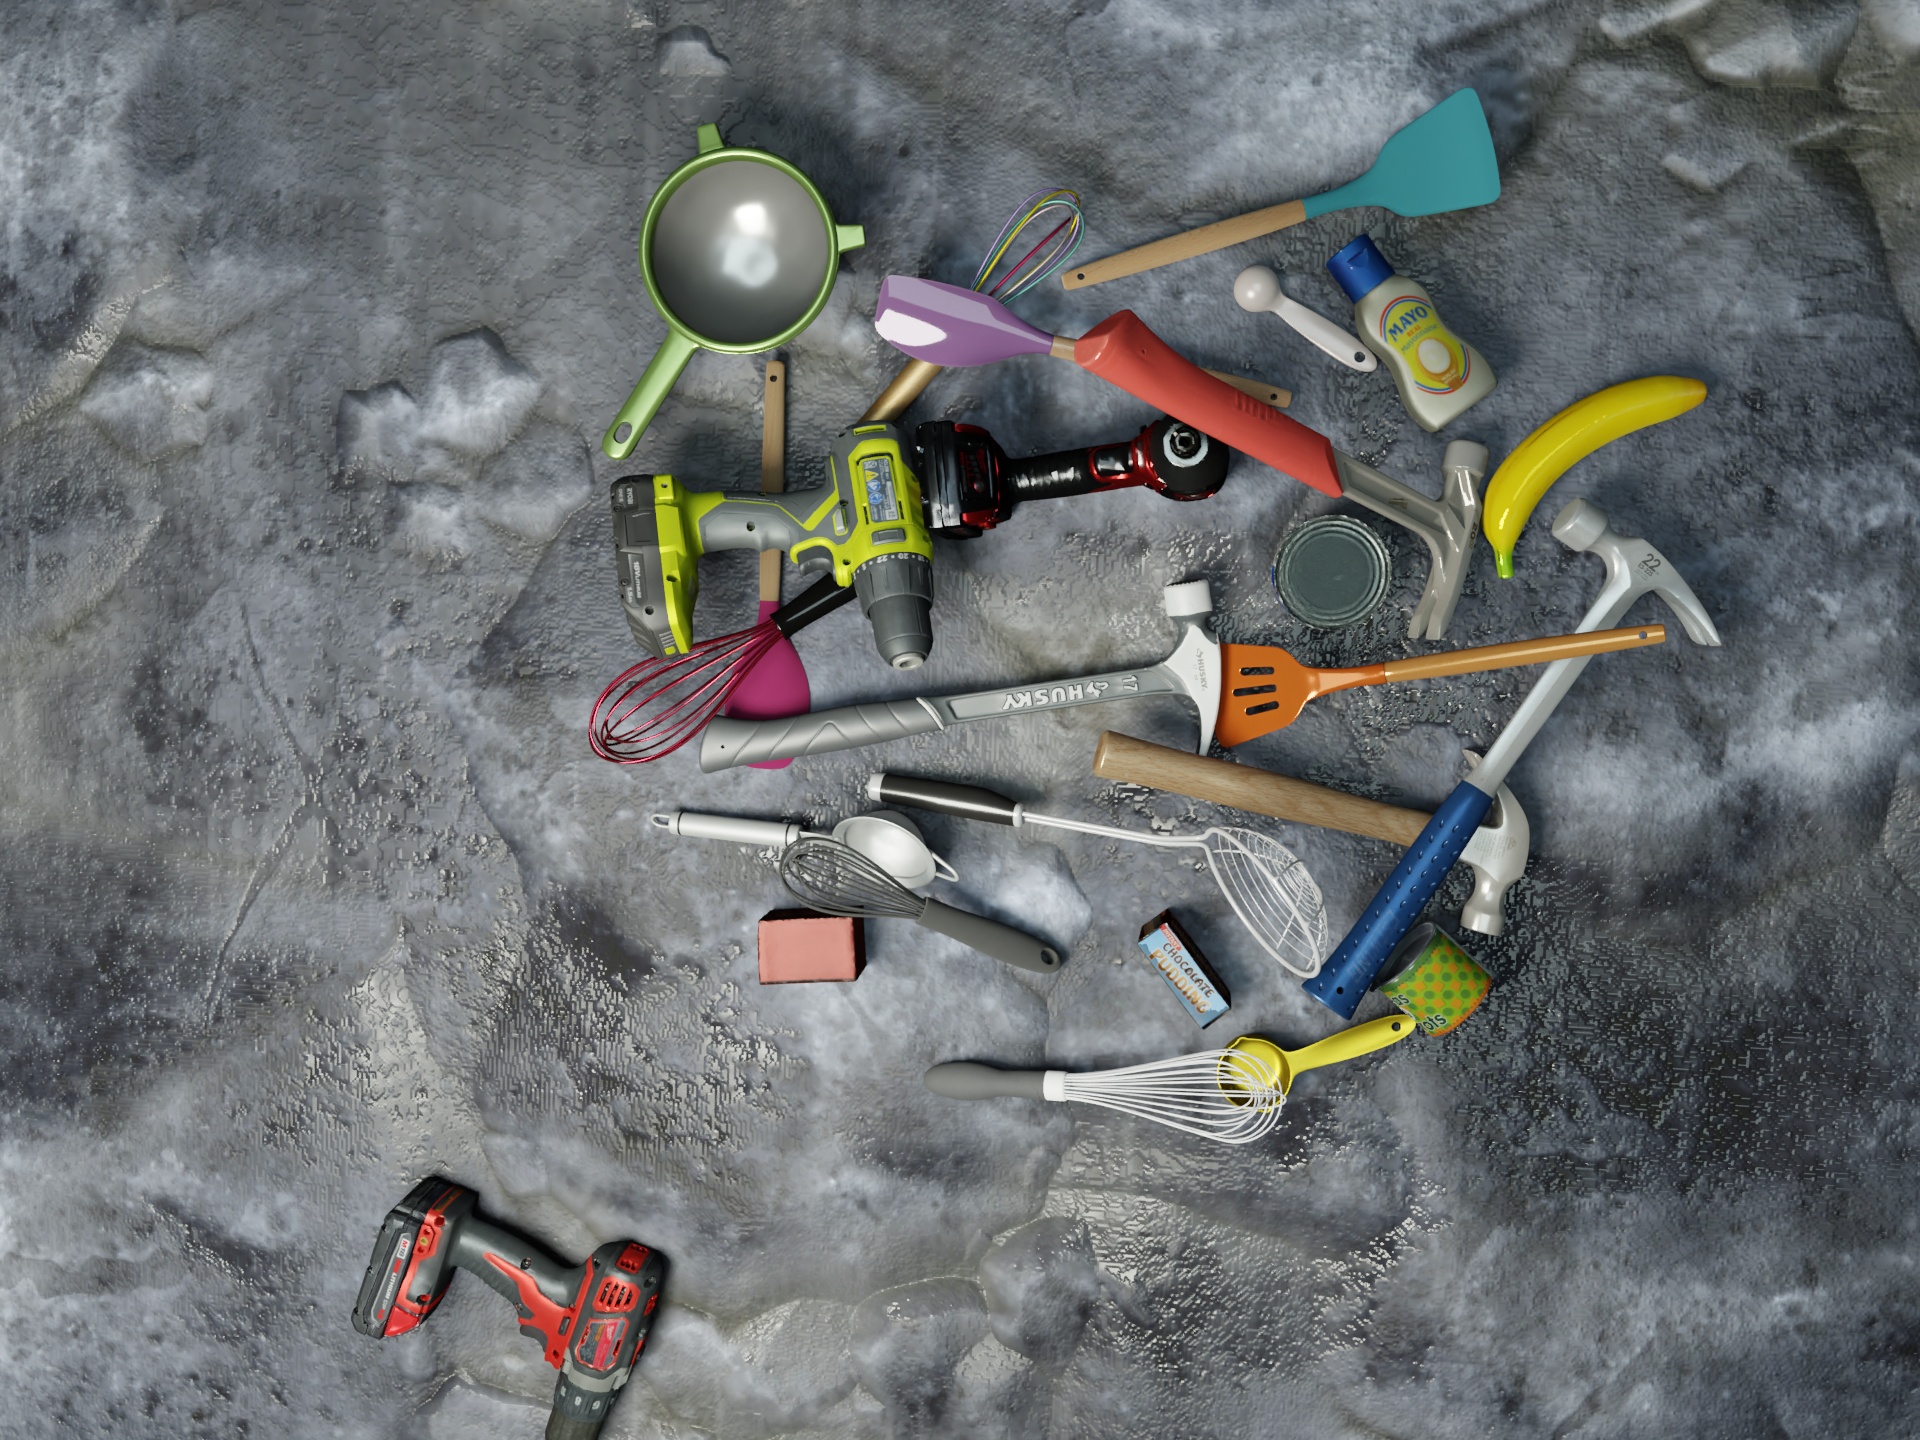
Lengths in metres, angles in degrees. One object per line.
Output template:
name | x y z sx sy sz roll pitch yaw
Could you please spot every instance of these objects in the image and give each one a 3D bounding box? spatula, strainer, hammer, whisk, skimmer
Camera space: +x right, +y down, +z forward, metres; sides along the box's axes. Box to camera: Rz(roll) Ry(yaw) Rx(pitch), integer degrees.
spatula | 0.092 -0.272 1.184 0.316 0.018 0.059 11 113 -3
strainer | -0.122 0.089 1.248 0.258 0.050 0.086 6 139 11
hammer | 0.387 0.045 1.154 0.144 0.035 0.405 35 92 -4
whisk | 0.006 -0.301 1.205 0.051 0.047 0.245 43 102 0
whisk | -0.155 -0.060 1.215 0.296 0.073 0.073 -34 90 -6
hammer | 0.224 -0.177 1.085 0.358 0.037 0.149 19 85 -31
whisk | -0.029 0.148 1.215 0.239 0.055 0.055 23 97 -14
skimmer | 0.094 0.106 1.183 0.363 0.127 0.090 10 61 16
spatula | 0.227 -0.372 1.170 0.317 0.044 0.082 -15 96 9
hammer | 0.262 0.060 1.184 0.331 0.031 0.130 14 93 -3
spatula | 0.332 -0.039 1.143 0.322 0.041 0.081 -8 89 21
whisk | 0.105 0.280 1.213 0.284 0.070 0.070 -1 94 19
strainer | -0.191 -0.307 1.211 0.151 0.069 0.256 34 98 1
hammer | -0.002 -0.004 1.221 0.409 0.036 0.149 -9 97 6

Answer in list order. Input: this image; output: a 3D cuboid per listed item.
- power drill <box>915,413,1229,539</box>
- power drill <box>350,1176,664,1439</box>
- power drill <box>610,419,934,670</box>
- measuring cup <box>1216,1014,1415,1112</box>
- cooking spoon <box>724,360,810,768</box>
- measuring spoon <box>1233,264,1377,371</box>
power drill | 0.084 -0.183 1.152 0.219 0.143 0.078 -5 92 9
power drill | -0.368 0.489 1.292 0.226 0.080 0.188 20 97 2
power drill | -0.132 -0.116 1.171 0.228 0.080 0.191 -8 69 -4
measuring cup | 0.272 0.253 1.222 0.156 0.029 0.062 -20 92 5
cooking spoon | -0.149 -0.120 1.245 0.069 0.017 0.319 3 96 6
measuring spoon | 0.259 -0.298 1.184 0.124 0.018 0.034 34 97 2
